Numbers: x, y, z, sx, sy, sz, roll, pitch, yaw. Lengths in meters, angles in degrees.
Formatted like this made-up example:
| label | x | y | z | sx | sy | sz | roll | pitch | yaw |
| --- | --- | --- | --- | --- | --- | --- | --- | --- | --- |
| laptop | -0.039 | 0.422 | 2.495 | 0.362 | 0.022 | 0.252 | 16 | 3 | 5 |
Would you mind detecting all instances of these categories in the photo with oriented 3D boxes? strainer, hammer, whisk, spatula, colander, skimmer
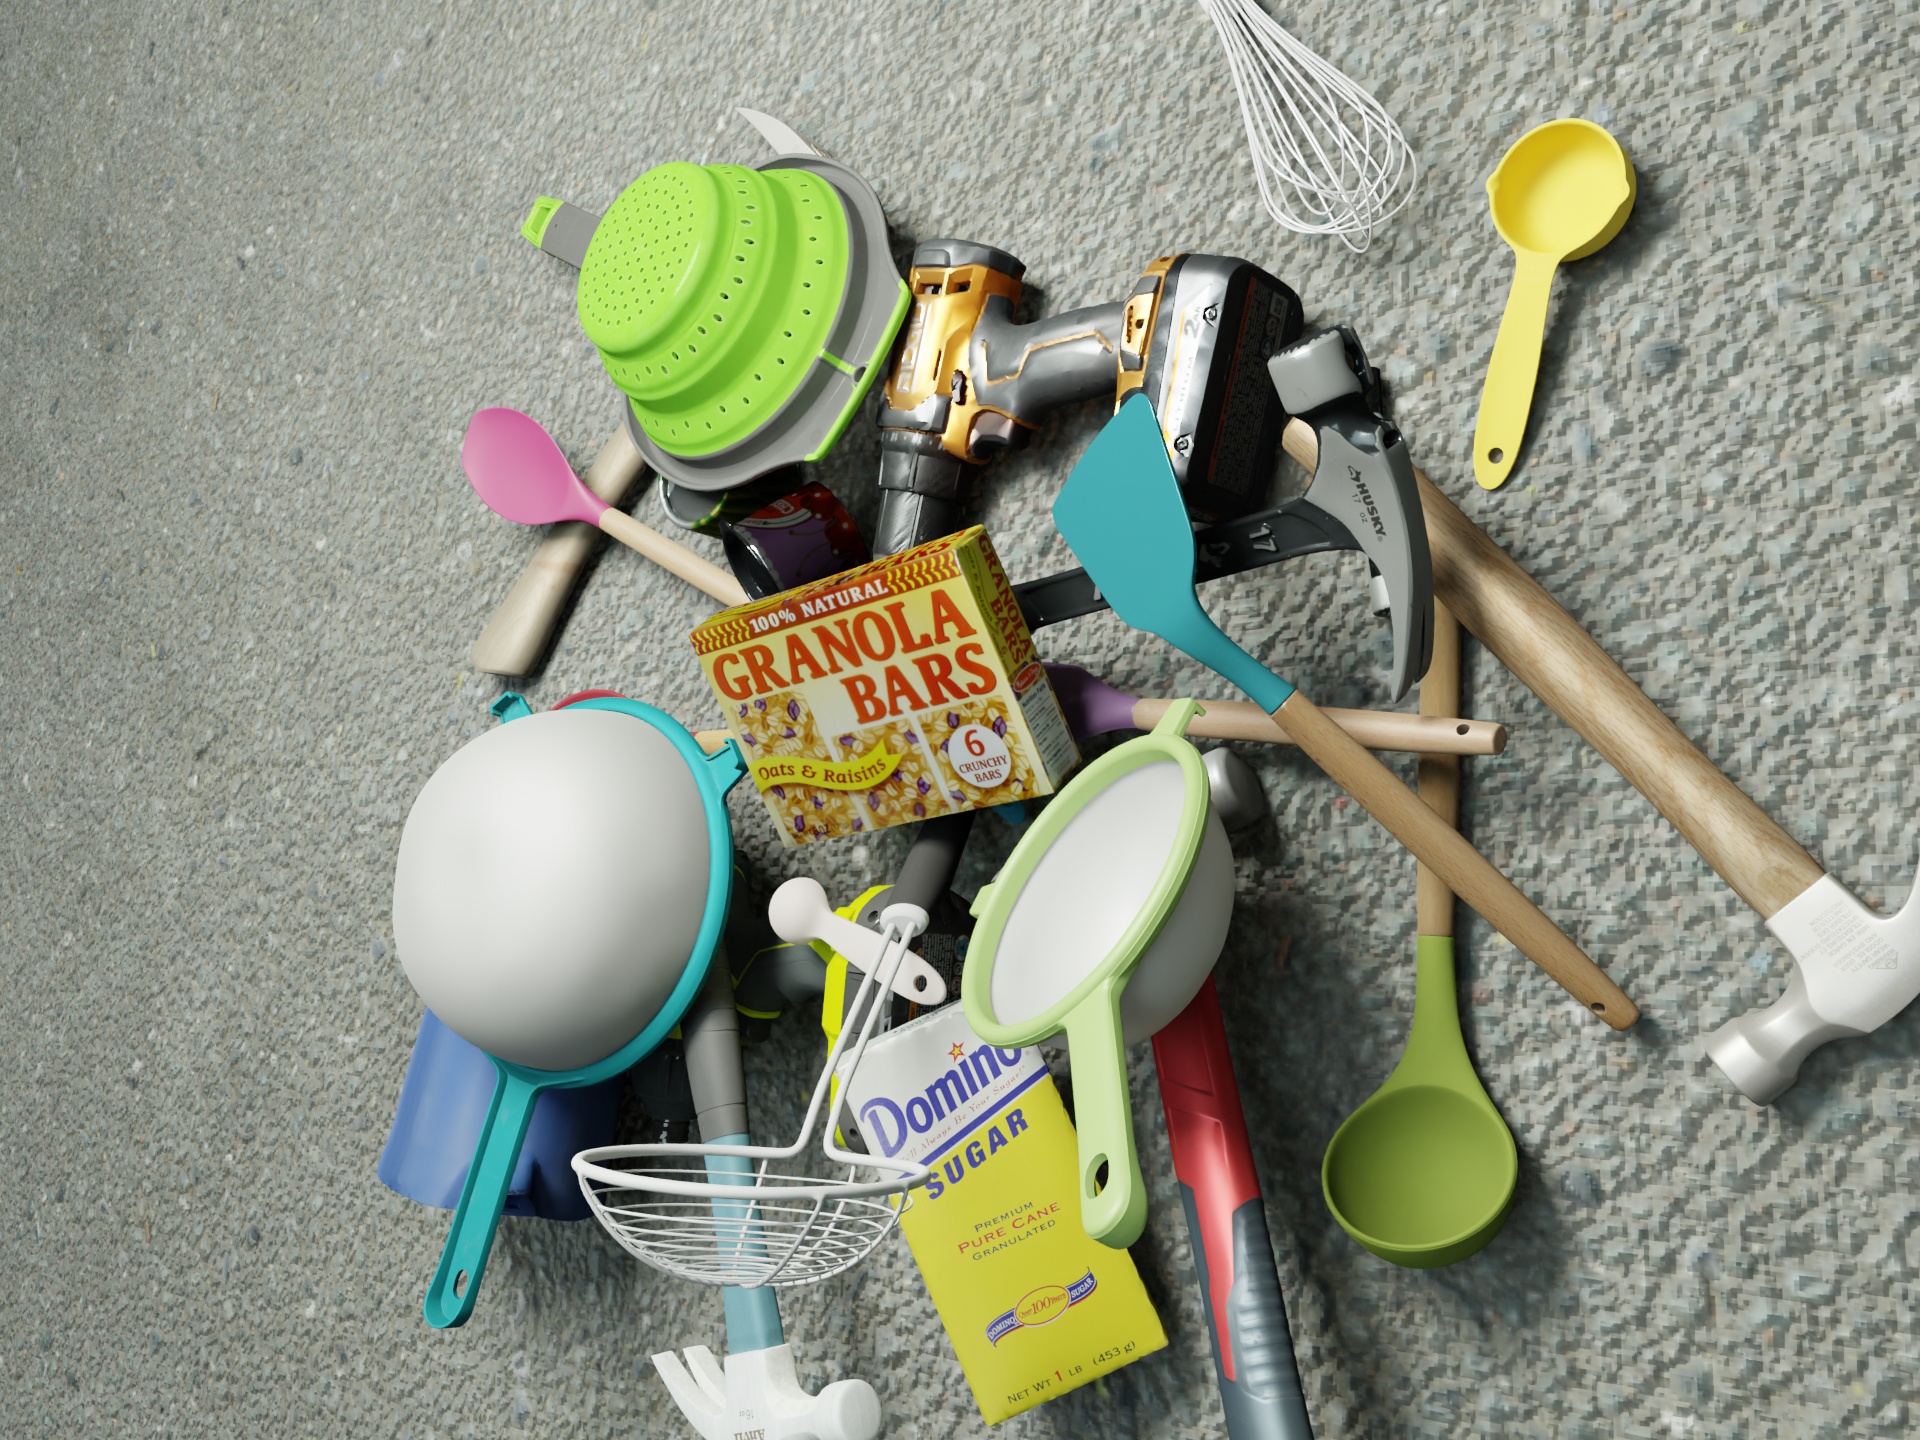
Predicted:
| label | x | y | z | sx | sy | sz | roll | pitch | yaw |
| --- | --- | --- | --- | --- | --- | --- | --- | --- | --- |
| strainer | 0.071 | 0.112 | 0.627 | 0.151 | 0.069 | 0.257 | -47 | 20 | 24 |
| hammer | 0.097 | 0.203 | 0.674 | 0.143 | 0.038 | 0.387 | -30 | 51 | 30 |
| whisk | 0.141 | -0.336 | 0.780 | 0.070 | 0.070 | 0.285 | -36 | 58 | 27 |
| spatula | 0.156 | 0.004 | 0.647 | 0.317 | 0.044 | 0.082 | 44 | 138 | 5 |
| hammer | 0.249 | -0.018 | 0.639 | 0.130 | 0.031 | 0.332 | -46 | 65 | 19 |
| hammer | -0.120 | 0.198 | 0.808 | 0.128 | 0.033 | 0.331 | -28 | 65 | 36 |
| strainer | -0.243 | 0.142 | 0.817 | 0.211 | 0.095 | 0.340 | 10 | 81 | 34 |
| spatula | 0.104 | 0.000 | 0.743 | 0.316 | 0.018 | 0.060 | 4 | 64 | 45 |
| colander | -0.194 | -0.272 | 0.935 | 0.397 | 0.094 | 0.204 | 34 | 97 | 42 |
| skimmer | -0.043 | 0.099 | 0.679 | 0.127 | 0.363 | 0.090 | 0 | 120 | 16 |
| hammer | 0.041 | -0.052 | 0.762 | 0.409 | 0.036 | 0.149 | -14 | 106 | 47 |
| hammer | -0.206 | -0.194 | 1.025 | 0.410 | 0.038 | 0.146 | -50 | 56 | 20 |

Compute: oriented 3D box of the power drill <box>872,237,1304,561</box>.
| label | x | y | z | sx | sy | sz | roll | pitch | yaw |
| --- | --- | --- | --- | --- | --- | --- | --- | --- | --- |
| power drill | 0.045 | -0.148 | 0.805 | 0.226 | 0.084 | 0.185 | 15 | 94 | 41 |

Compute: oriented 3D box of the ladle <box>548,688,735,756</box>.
| label | x | y | z | sx | sy | sz | roll | pitch | yaw |
| --- | --- | --- | --- | --- | --- | --- | --- | --- | --- |
| ladle | -0.136 | 0.012 | 0.946 | 0.315 | 0.031 | 0.069 | -1 | 72 | 35 |

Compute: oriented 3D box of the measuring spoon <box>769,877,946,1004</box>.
| label | x | y | z | sx | sy | sz | roll | pitch | yaw |
| --- | --- | --- | --- | --- | --- | --- | --- | --- | --- |
| measuring spoon | -0.054 | 0.108 | 0.771 | 0.124 | 0.018 | 0.034 | 23 | 92 | 41 |

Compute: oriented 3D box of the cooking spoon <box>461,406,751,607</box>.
| label | x | y | z | sx | sy | sz | roll | pitch | yaw |
| --- | --- | --- | --- | --- | --- | --- | --- | --- | --- |
| cooking spoon | -0.200 | -0.114 | 0.982 | 0.319 | 0.017 | 0.068 | 31 | 109 | 25 |

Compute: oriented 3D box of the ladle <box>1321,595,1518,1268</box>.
| label | x | y | z | sx | sy | sz | roll | pitch | yaw |
| --- | --- | --- | --- | --- | --- | --- | --- | --- | --- |
| ladle | 0.197 | 0.063 | 0.670 | 0.078 | 0.062 | 0.320 | -2 | 79 | 33 |

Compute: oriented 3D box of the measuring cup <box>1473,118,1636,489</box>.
| label | x | y | z | sx | sy | sz | roll | pitch | yaw |
| --- | --- | --- | --- | --- | --- | --- | --- | --- | --- |
| measuring cup | 0.252 | -0.178 | 0.692 | 0.062 | 0.029 | 0.156 | 20 | 106 | 37 |

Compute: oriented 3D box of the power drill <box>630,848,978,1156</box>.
| label | x | y | z | sx | sy | sz | roll | pitch | yaw |
| --- | --- | --- | --- | --- | --- | --- | --- | --- | --- |
| power drill | -0.095 | 0.158 | 0.864 | 0.223 | 0.080 | 0.171 | 0 | 83 | 41 |

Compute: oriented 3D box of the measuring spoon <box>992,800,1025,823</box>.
| label | x | y | z | sx | sy | sz | roll | pitch | yaw |
| --- | --- | --- | --- | --- | --- | --- | --- | --- | --- |
| measuring spoon | -0.001 | -0.003 | 0.803 | 0.042 | 0.021 | 0.128 | -22 | 109 | 38 |
